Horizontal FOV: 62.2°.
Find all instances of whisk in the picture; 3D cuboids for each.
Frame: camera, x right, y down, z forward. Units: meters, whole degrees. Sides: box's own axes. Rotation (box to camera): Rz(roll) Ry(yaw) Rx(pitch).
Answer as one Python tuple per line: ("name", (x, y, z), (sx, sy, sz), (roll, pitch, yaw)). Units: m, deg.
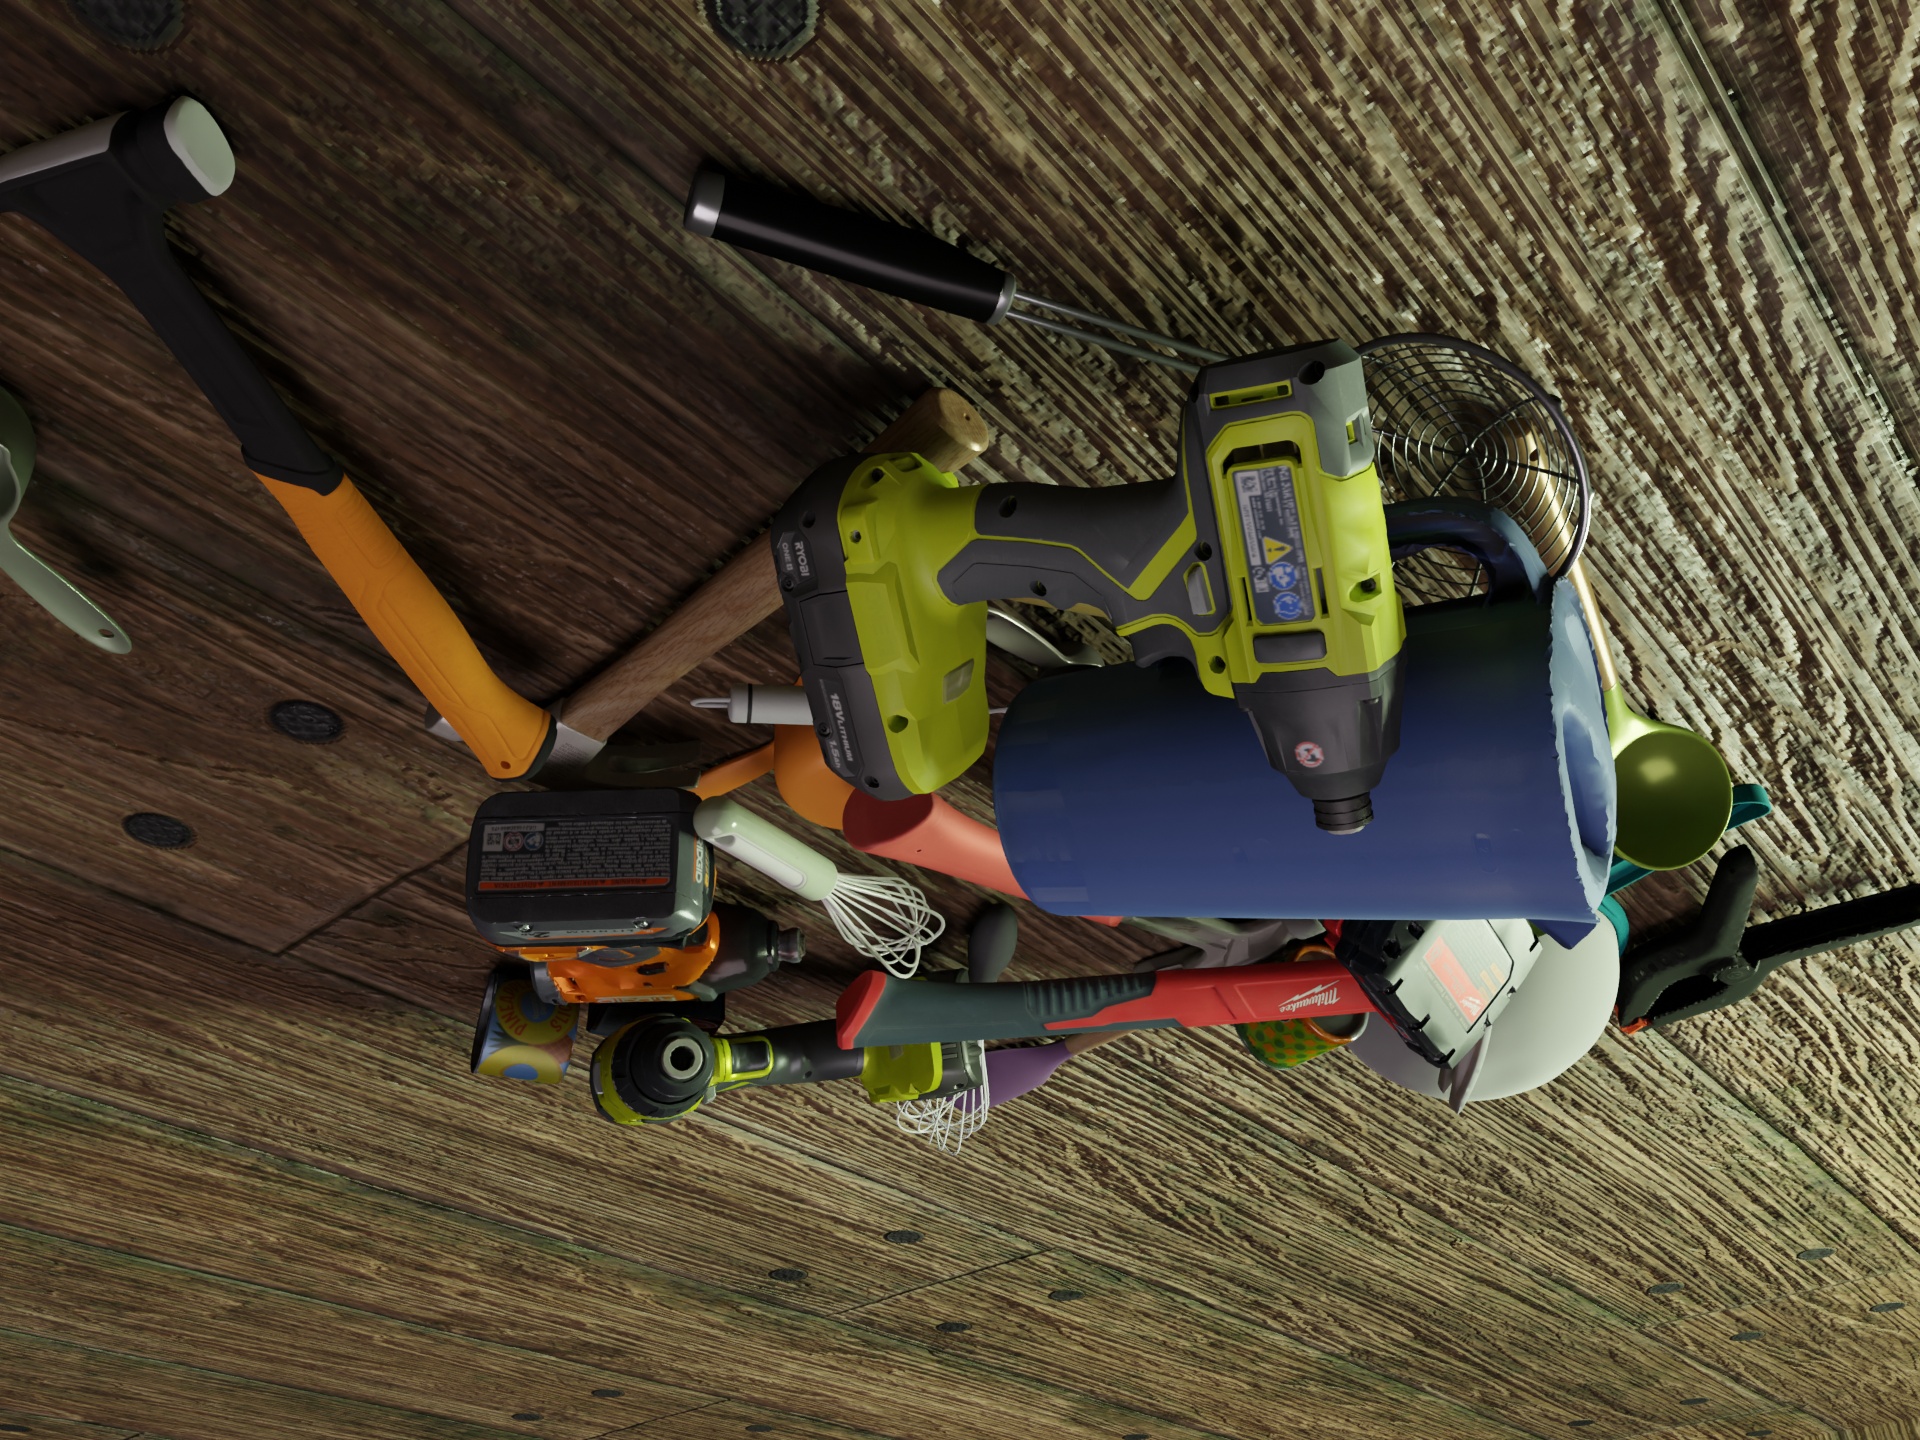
("whisk", (-0.076, 0.092, 0.888), (0.058, 0.059, 0.246), (-13, 153, 21))
("whisk", (0.005, 0.212, 1.087), (0.070, 0.070, 0.284), (5, 137, -9))

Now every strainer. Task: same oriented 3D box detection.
("strainer", (-0.001, -0.002, 0.777), (0.258, 0.050, 0.087), (2, 175, -11))
("strainer", (0.369, 0.157, 0.994), (0.210, 0.095, 0.340), (18, 140, -24))

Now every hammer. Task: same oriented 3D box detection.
("hammer", (-0.111, -0.050, 0.750), (0.130, 0.031, 0.331), (30, 133, -34))
("hammer", (-0.272, -0.086, 0.664), (0.127, 0.034, 0.336), (-13, 135, 13))
("hammer", (0.121, 0.176, 0.929), (0.386, 0.038, 0.143), (-3, 112, -6))
("hammer", (0.063, 0.100, 0.908), (0.149, 0.037, 0.358), (-31, 145, 32))

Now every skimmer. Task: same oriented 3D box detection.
("skimmer", (0.071, -0.125, 0.609), (0.363, 0.090, 0.127), (13, 143, -19))

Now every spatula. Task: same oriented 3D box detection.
("spatula", (0.097, 0.222, 1.132), (0.059, 0.018, 0.316), (39, 129, -26))

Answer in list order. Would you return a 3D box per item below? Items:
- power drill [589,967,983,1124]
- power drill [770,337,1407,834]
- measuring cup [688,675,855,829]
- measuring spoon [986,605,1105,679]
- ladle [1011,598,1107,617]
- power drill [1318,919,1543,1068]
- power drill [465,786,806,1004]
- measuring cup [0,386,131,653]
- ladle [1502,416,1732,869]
("power drill", (-0.107, 0.205, 0.980), (0.228, 0.080, 0.190), (-3, 166, -21))
("power drill", (0.050, -0.037, 0.596), (0.223, 0.080, 0.171), (-4, 106, 31))
("measuring cup", (-0.090, 0.034, 0.844), (0.173, 0.052, 0.095), (-23, 138, 22))
("measuring spoon", (0.034, -0.041, 0.755), (0.034, 0.018, 0.124), (-12, 161, 26))
("ladle", (0.090, -0.051, 0.739), (0.315, 0.031, 0.069), (9, 146, -23))
("power drill", (0.170, 0.075, 0.800), (0.078, 0.220, 0.143), (-50, 131, -8))
("power drill", (-0.176, 0.108, 0.895), (0.164, 0.084, 0.226), (-2, 158, -1))
("measuring cup", (-0.407, -0.090, 0.681), (0.083, 0.038, 0.167), (-9, 144, 9))
("ladle", (0.319, -0.030, 0.779), (0.078, 0.062, 0.319), (-41, 133, -1))
